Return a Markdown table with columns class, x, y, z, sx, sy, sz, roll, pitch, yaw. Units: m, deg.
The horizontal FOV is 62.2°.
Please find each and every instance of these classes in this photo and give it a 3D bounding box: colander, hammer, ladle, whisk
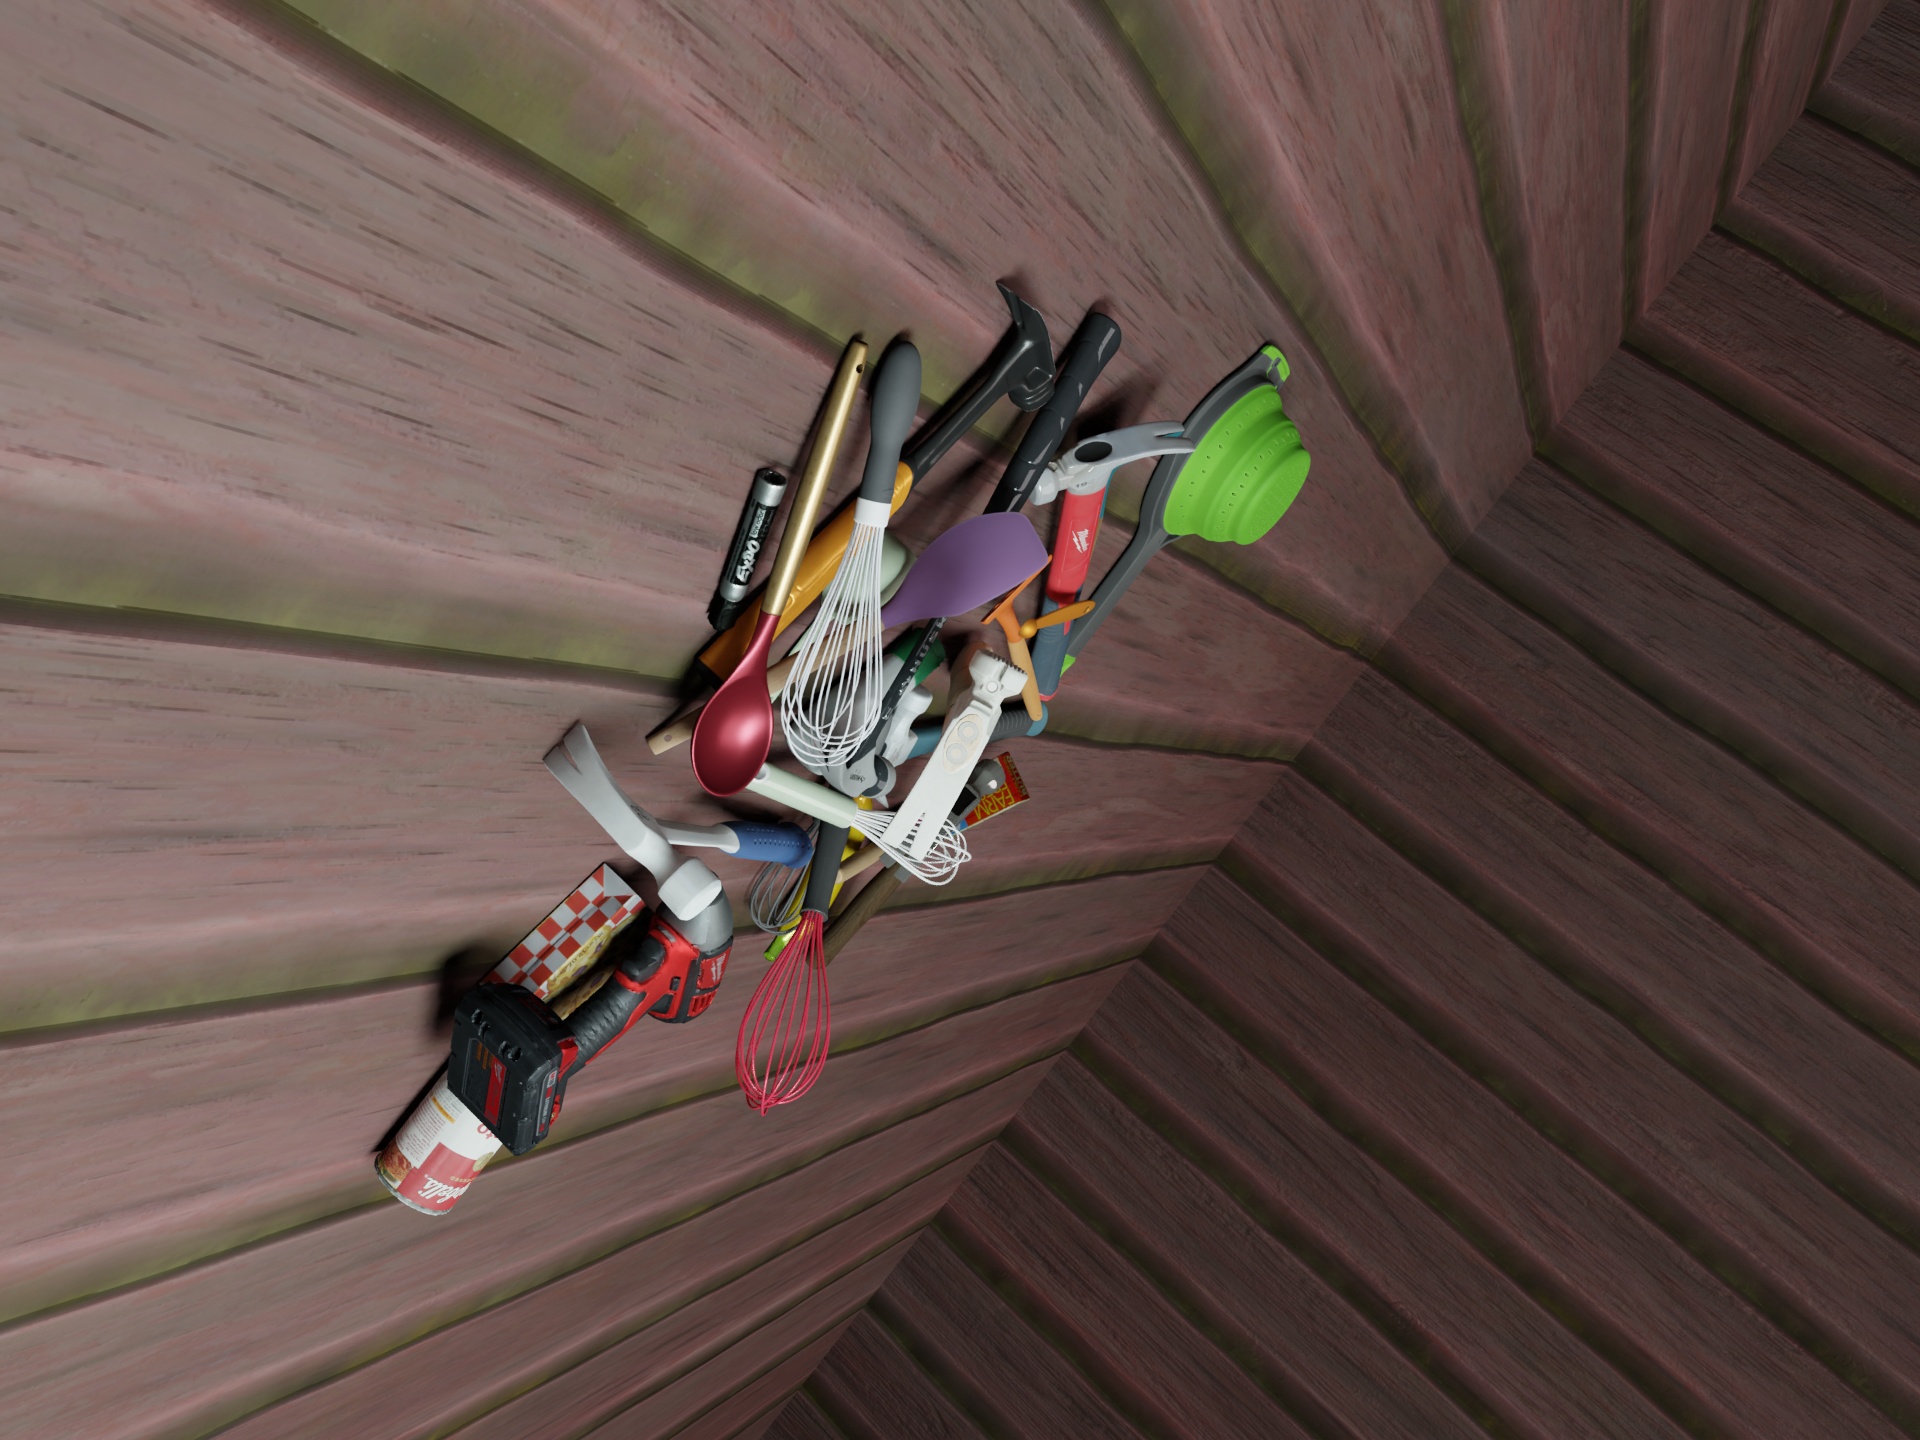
| class | x | y | z | sx | sy | sz | roll | pitch | yaw |
| --- | --- | --- | --- | --- | --- | --- | --- | --- | --- |
| colander | 0.229 | -0.177 | 1.582 | 0.397 | 0.094 | 0.204 | -54 | 160 | 10 |
| hammer | 0.003 | 0.011 | 1.525 | 0.128 | 0.033 | 0.331 | -58 | 159 | 20 |
| hammer | 0.109 | -0.129 | 1.436 | 0.143 | 0.038 | 0.386 | -18 | 155 | -13 |
| hammer | -0.002 | -0.004 | 1.237 | 0.146 | 0.038 | 0.411 | -61 | -177 | 8 |
| hammer | -0.074 | 0.157 | 1.513 | 0.130 | 0.031 | 0.331 | -41 | 174 | -44 |
| ladle | -0.114 | -0.093 | 1.023 | 0.069 | 0.031 | 0.315 | -4 | 122 | -49 |
| hammer | -0.179 | 0.081 | 1.164 | 0.035 | 0.144 | 0.405 | -45 | 170 | 2 |
| hammer | -0.058 | -0.150 | 1.090 | 0.337 | 0.034 | 0.127 | -47 | 162 | -8 |
| whisk | -0.121 | 0.173 | 1.268 | 0.073 | 0.073 | 0.296 | 98 | 4 | -57 |
| whisk | -0.086 | 0.078 | 1.285 | 0.246 | 0.059 | 0.058 | 27 | 67 | -37 |
| hammer | 0.008 | -0.123 | 1.199 | 0.409 | 0.036 | 0.149 | -60 | 165 | 2 |
| whisk | -0.063 | -0.105 | 1.038 | 0.070 | 0.070 | 0.284 | -11 | 117 | -61 |
| whisk | -0.120 | 0.087 | 1.384 | 0.239 | 0.055 | 0.055 | -61 | 159 | 15 |

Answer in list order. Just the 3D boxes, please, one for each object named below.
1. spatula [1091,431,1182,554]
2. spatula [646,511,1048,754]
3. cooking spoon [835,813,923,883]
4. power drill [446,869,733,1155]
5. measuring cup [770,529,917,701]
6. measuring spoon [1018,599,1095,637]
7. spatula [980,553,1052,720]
| class | x | y | z | sx | sy | sz | roll | pitch | yaw |
| --- | --- | --- | --- | --- | --- | --- | --- | --- | --- |
| spatula | 0.119 | -0.162 | 1.446 | 0.082 | 0.044 | 0.317 | -15 | 150 | -19 |
| spatula | -0.080 | -0.061 | 1.123 | 0.316 | 0.060 | 0.018 | -31 | -178 | -11 |
| cooking spoon | -0.076 | 0.119 | 1.482 | 0.068 | 0.017 | 0.319 | -56 | 173 | 9 |
| power drill | -0.250 | 0.195 | 1.131 | 0.219 | 0.079 | 0.143 | -33 | 153 | -45 |
| measuring cup | -0.090 | -0.063 | 1.171 | 0.167 | 0.038 | 0.083 | -53 | 161 | 2 |
| measuring spoon | 0.088 | -0.089 | 1.399 | 0.117 | 0.011 | 0.021 | -21 | 149 | -50 |
| spatula | 0.058 | -0.061 | 1.447 | 0.081 | 0.041 | 0.322 | -45 | 158 | -10 |
